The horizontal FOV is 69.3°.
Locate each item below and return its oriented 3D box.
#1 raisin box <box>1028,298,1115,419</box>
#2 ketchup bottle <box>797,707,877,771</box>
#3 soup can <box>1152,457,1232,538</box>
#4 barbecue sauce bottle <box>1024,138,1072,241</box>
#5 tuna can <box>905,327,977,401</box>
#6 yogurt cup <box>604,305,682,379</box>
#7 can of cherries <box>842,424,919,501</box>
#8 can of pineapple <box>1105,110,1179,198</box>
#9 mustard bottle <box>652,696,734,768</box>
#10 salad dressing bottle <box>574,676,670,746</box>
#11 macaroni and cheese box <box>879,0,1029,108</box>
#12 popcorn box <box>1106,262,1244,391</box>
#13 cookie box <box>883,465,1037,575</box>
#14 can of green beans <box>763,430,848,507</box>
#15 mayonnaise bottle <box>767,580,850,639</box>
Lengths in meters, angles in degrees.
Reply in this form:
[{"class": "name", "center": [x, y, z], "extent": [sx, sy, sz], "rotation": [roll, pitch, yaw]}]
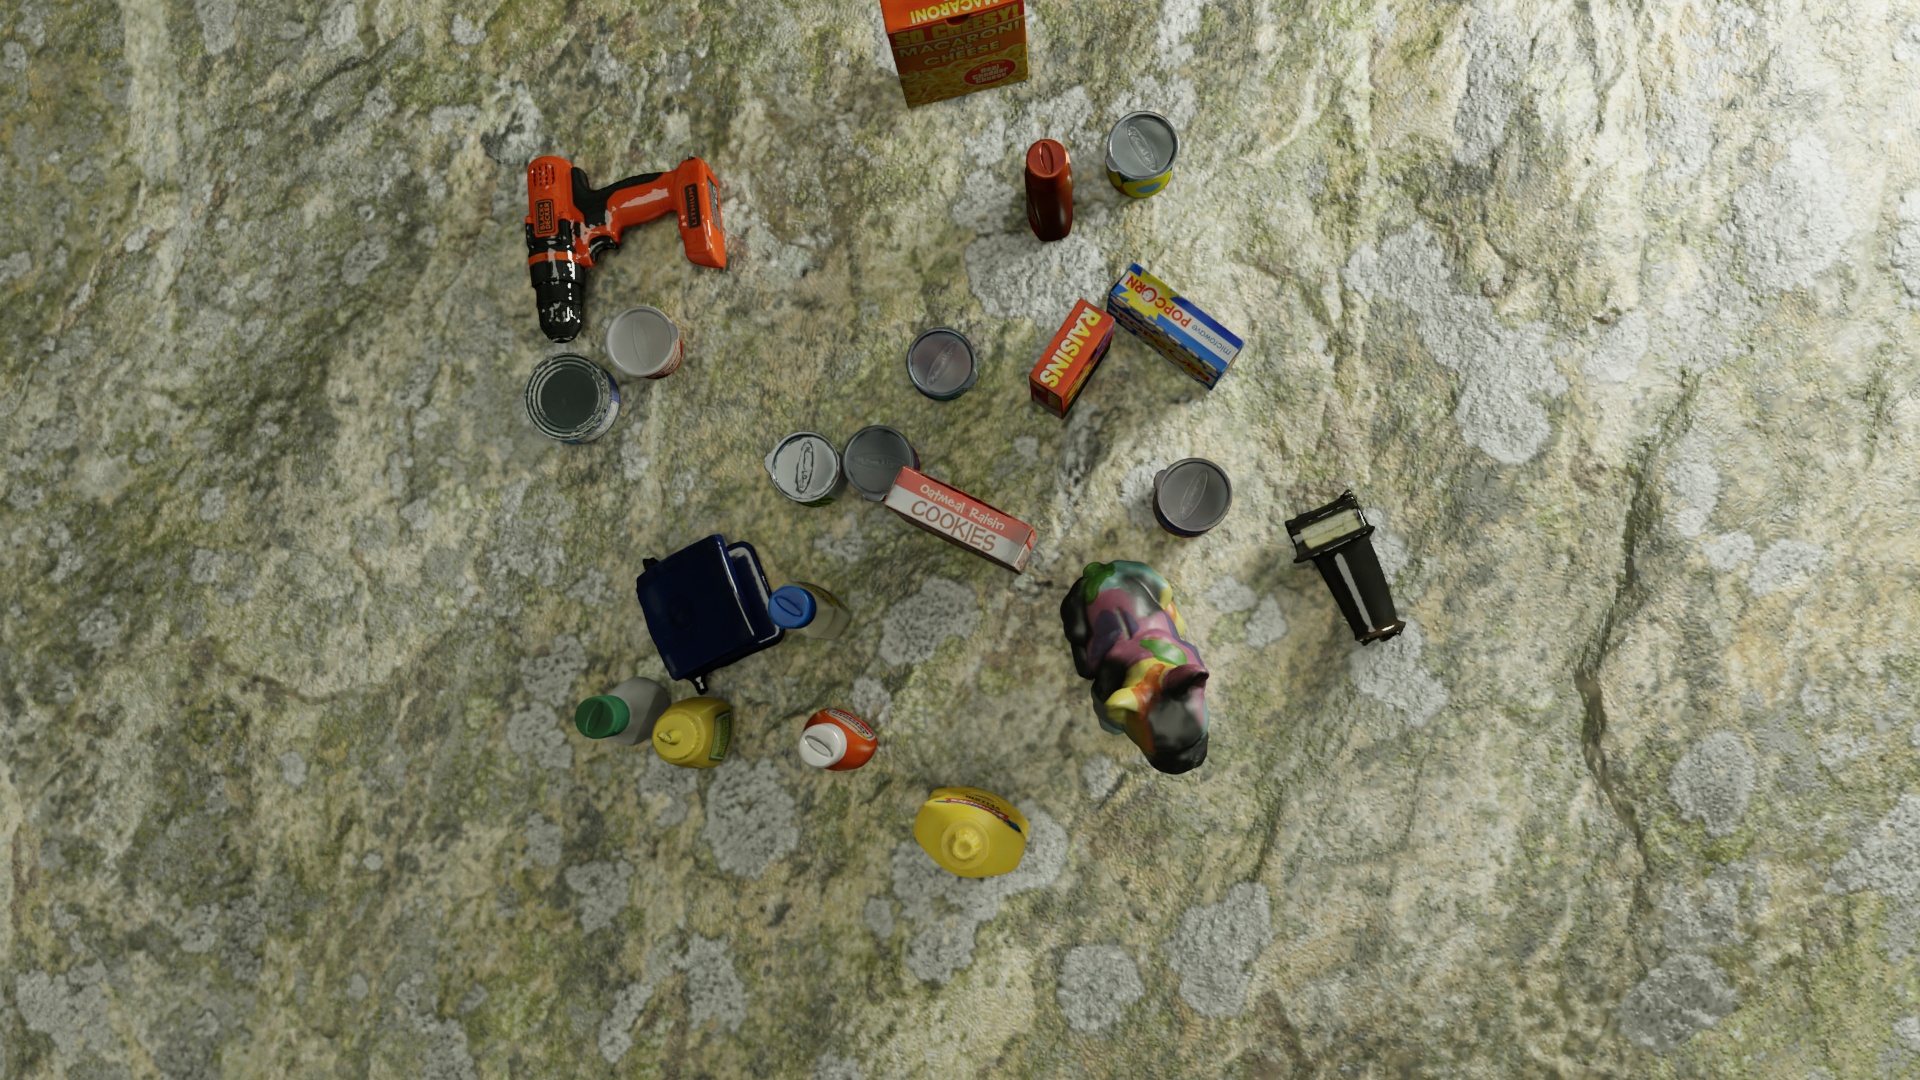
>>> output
[{"class": "raisin box", "center": [0.101, -0.162, 1.260], "extent": [0.040, 0.123, 0.086], "rotation": [34, 89, 6]}, {"class": "ketchup bottle", "center": [-0.113, 0.179, 1.233], "extent": [0.065, 0.148, 0.043], "rotation": [33, 89, 6]}, {"class": "soup can", "center": [0.207, -0.039, 1.261], "extent": [0.071, 0.083, 0.071], "rotation": [0, 85, 4]}, {"class": "barbecue sauce bottle", "center": [0.080, -0.322, 1.263], "extent": [0.044, 0.148, 0.065], "rotation": [-11, 85, 3]}, {"class": "tuna can", "center": [-0.015, -0.165, 1.314], "extent": [0.071, 0.033, 0.071], "rotation": [0, 85, 4]}, {"class": "yogurt cup", "center": [-0.299, -0.185, 1.326], "extent": [0.072, 0.054, 0.072], "rotation": [0, 85, 4]}, {"class": "can of cherries", "center": [-0.074, -0.068, 1.297], "extent": [0.071, 0.058, 0.071], "rotation": [0, 85, 4]}, {"class": "can of pineapple", "center": [0.168, -0.361, 1.305], "extent": [0.071, 0.058, 0.071], "rotation": [0, 85, 4]}, {"class": "mustard bottle", "center": [-0.241, 0.173, 1.237], "extent": [0.049, 0.160, 0.065], "rotation": [7, 86, 5]}, {"class": "salad dressing bottle", "center": [-0.303, 0.155, 1.249], "extent": [0.044, 0.147, 0.064], "rotation": [23, 88, 6]}, {"class": "macaroni and cheese box", "center": [-0.002, -0.458, 1.272], "extent": [0.124, 0.166, 0.040], "rotation": [-13, 85, 3]}, {"class": "popcorn box", "center": [0.196, -0.195, 1.275], "extent": [0.127, 0.085, 0.038], "rotation": [38, 89, 6]}, {"class": "cookie box", "center": [0.004, -0.015, 1.232], "extent": [0.123, 0.167, 0.040], "rotation": [25, 88, 6]}, {"class": "can of green beans", "center": [-0.141, -0.066, 1.302], "extent": [0.071, 0.058, 0.071], "rotation": [0, 85, 4]}, {"class": "mayonnaise bottle", "center": [-0.139, 0.062, 1.245], "extent": [0.065, 0.148, 0.041], "rotation": [34, 89, 6]}]
